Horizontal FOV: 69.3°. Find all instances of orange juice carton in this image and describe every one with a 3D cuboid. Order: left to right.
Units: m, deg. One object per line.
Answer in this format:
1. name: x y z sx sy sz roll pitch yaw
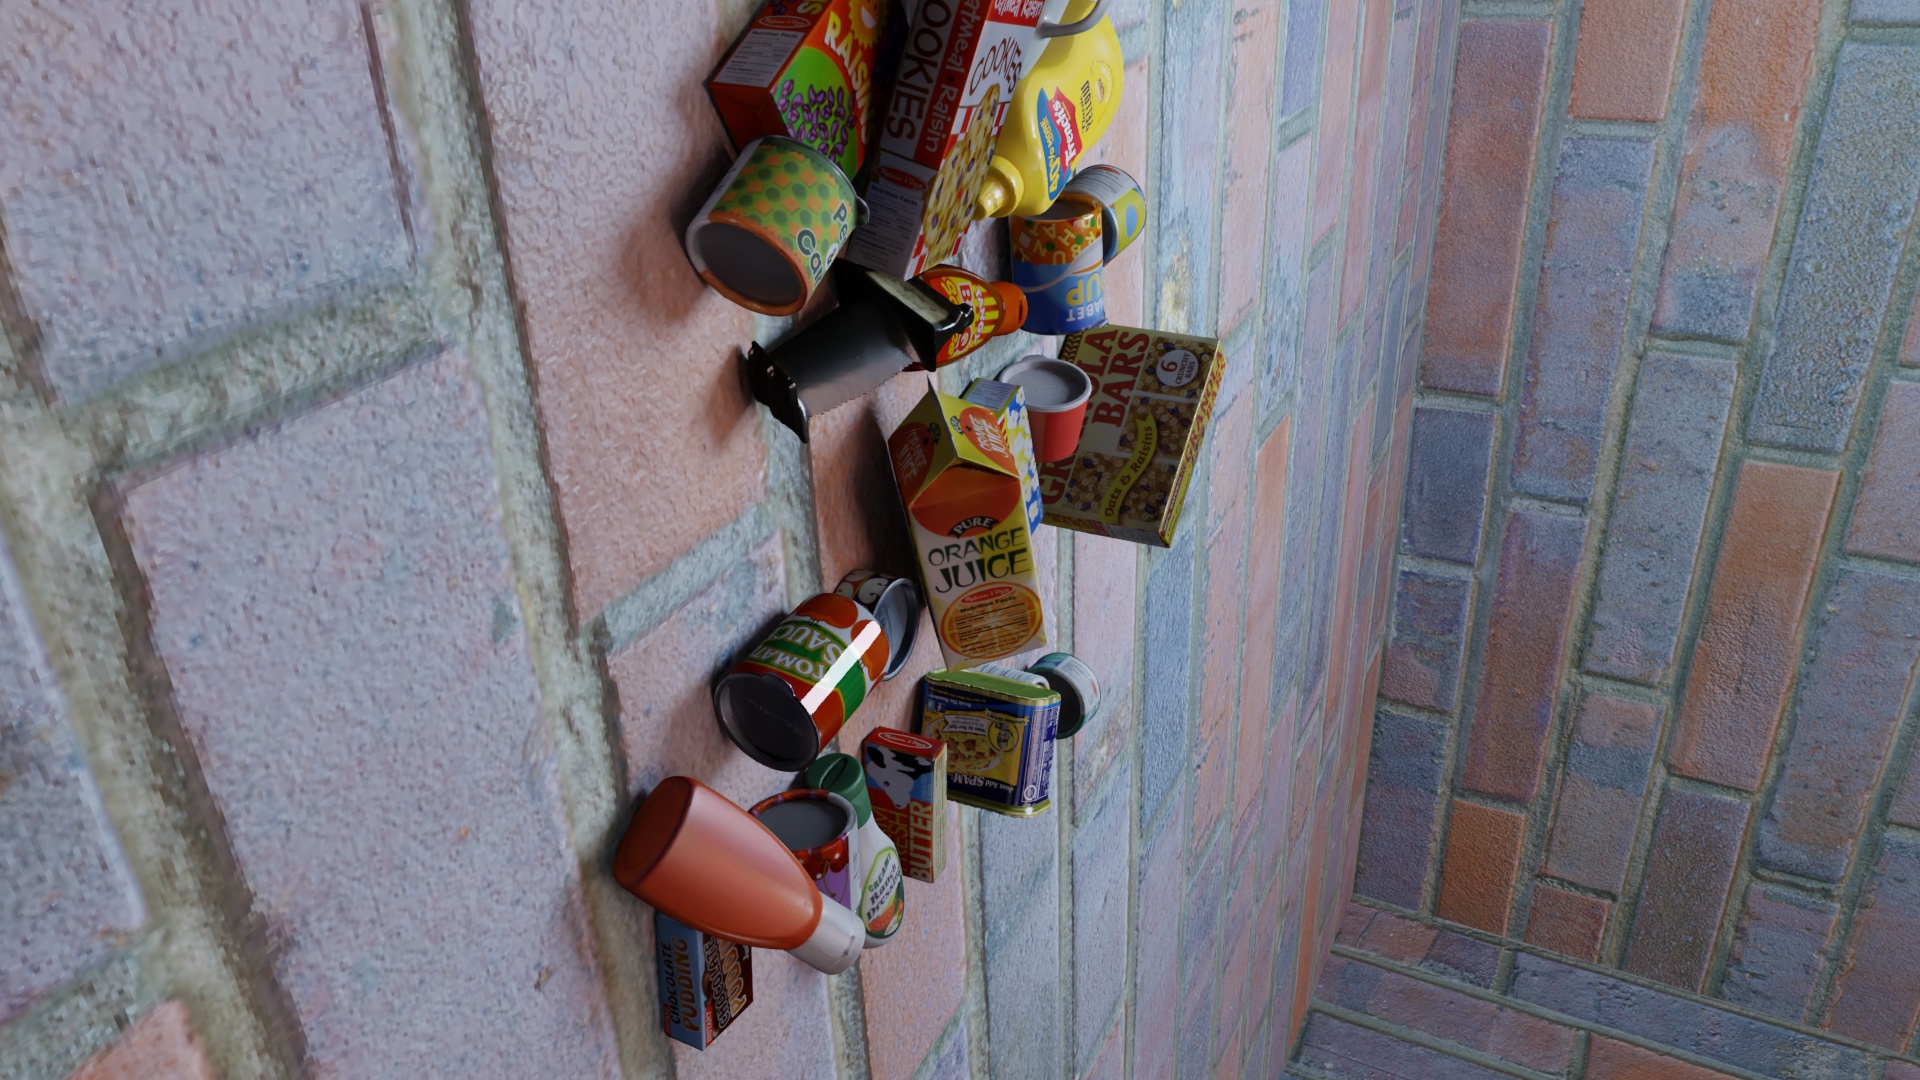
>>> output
1. orange juice carton: 0.003 -0.011 0.888 0.072 0.073 0.191 -108 -176 -49

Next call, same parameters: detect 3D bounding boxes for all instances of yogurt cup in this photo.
1. yogurt cup: 0.060 -0.093 1.015 0.073 0.072 0.053 -51 152 -44

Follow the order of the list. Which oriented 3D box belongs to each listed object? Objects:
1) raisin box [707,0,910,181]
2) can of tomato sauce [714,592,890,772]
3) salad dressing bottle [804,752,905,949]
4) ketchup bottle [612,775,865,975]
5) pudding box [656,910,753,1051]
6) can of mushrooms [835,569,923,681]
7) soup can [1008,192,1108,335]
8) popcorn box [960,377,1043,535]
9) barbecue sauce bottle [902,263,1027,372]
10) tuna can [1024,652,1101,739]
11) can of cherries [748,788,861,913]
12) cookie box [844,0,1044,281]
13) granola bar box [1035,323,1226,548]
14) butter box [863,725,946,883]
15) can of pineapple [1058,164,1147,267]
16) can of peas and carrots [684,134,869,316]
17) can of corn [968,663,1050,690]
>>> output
1. raisin box: -0.070 -0.237 0.708 0.124 0.040 0.085 -64 152 -26
2. can of tomato sauce: -0.086 0.076 0.776 0.083 0.071 0.070 -48 142 -48
3. salad dressing bottle: -0.069 0.200 0.892 0.064 0.044 0.146 -52 144 -42
4. ketchup bottle: -0.111 0.185 0.736 0.148 0.043 0.065 43 62 -34
5. pudding box: -0.141 0.232 0.771 0.050 0.030 0.083 -31 128 -56
6. can of mushrooms: -0.054 0.051 0.873 0.071 0.033 0.070 -36 131 -55
7. soup can: 0.071 -0.196 0.982 0.072 0.071 0.083 -47 141 -48
8. popcorn box: 0.019 -0.038 0.980 0.085 0.038 0.126 -56 147 -38
9. barbecue sauce bottle: -0.004 -0.144 0.881 0.149 0.044 0.064 -23 120 -61
10. tuna can: 0.078 0.130 1.148 0.033 0.071 0.070 -31 128 -56
11. can of cherries: -0.094 0.187 0.811 0.072 0.071 0.058 -39 134 -54
12. cookie box: -0.006 -0.236 0.764 0.123 0.040 0.166 -51 162 -67
13. granola bar box: 0.124 -0.085 1.079 0.166 0.124 0.039 -70 154 -17
14. butter box: -0.037 0.180 0.940 0.024 0.053 0.103 -40 136 -57
15. can of pineapple: 0.097 -0.235 1.026 0.058 0.071 0.070 -47 140 -48
16. can of peas and carrots: -0.088 -0.150 0.670 0.059 0.071 0.070 -63 151 -28
17. can of corn: 0.029 0.130 1.050 0.071 0.058 0.071 -37 132 -54
